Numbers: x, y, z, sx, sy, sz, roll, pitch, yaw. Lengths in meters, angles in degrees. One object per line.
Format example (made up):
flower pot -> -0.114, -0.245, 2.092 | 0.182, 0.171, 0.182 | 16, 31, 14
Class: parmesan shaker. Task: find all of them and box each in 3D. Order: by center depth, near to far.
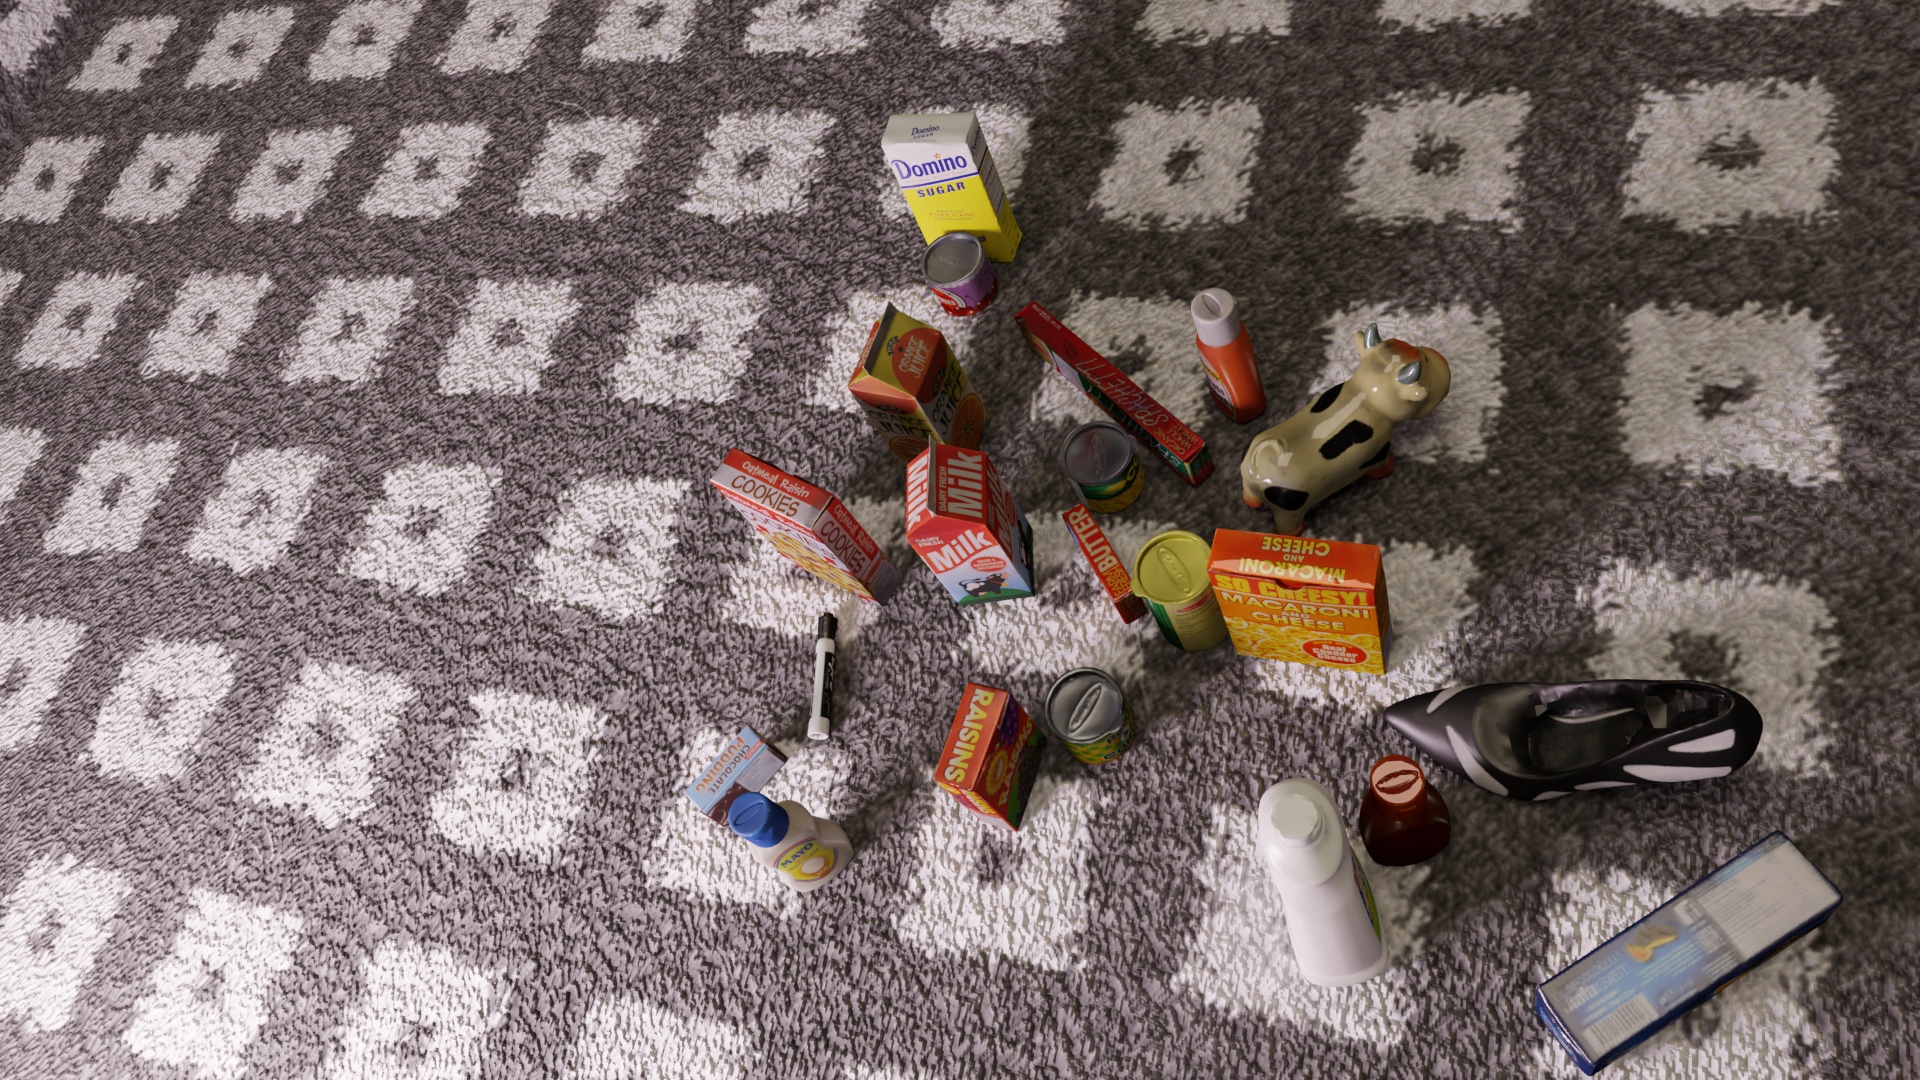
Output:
parmesan shaker -> 0.184, 0.045, 1.153 | 0.071, 0.102, 0.071 | -9, 61, 16

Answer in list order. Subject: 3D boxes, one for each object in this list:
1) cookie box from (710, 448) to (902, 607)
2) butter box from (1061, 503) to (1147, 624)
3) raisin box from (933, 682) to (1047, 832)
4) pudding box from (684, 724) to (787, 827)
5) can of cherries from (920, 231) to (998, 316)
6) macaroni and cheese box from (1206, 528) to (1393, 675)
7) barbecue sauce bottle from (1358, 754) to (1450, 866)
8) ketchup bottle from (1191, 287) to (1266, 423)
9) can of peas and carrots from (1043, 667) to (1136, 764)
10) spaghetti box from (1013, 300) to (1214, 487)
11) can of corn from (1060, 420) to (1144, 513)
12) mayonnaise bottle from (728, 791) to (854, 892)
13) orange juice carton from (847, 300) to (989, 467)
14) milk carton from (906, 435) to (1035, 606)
cookie box -> -0.137, -0.011, 1.262 | 0.123, 0.167, 0.040 | 24, 74, 29
butter box -> 0.126, 0.020, 1.217 | 0.024, 0.053, 0.104 | -30, 57, 3
raisin box -> 0.027, 0.177, 1.127 | 0.040, 0.123, 0.086 | 12, 68, 25
pudding box -> -0.199, 0.210, 1.236 | 0.030, 0.049, 0.084 | 37, 80, 32
can of cherries -> -0.002, -0.269, 1.416 | 0.071, 0.058, 0.072 | -9, 61, 16
macaroni and cheese box -> 0.268, 0.051, 1.082 | 0.124, 0.166, 0.040 | 7, 66, 23
barbecue sauce bottle -> 0.317, 0.194, 0.997 | 0.065, 0.148, 0.044 | -19, 59, 10
ketchup bottle -> 0.234, -0.165, 1.220 | 0.043, 0.148, 0.065 | -32, 57, 2
can of peas and carrots -> 0.111, 0.147, 1.151 | 0.071, 0.058, 0.071 | -9, 61, 16
spaghetti box -> 0.141, -0.139, 1.299 | 0.029, 0.050, 0.251 | -42, 57, -4
can of corn -> 0.132, -0.066, 1.258 | 0.071, 0.058, 0.071 | -9, 61, 16
mayonnaise bottle -> -0.142, 0.245, 1.138 | 0.065, 0.147, 0.041 | -37, 57, -1
orange juice carton -> -0.043, -0.137, 1.280 | 0.073, 0.192, 0.072 | 11, 68, 25
milk carton -> 0.004, -0.015, 1.199 | 0.073, 0.190, 0.072 | -9, 61, 16
